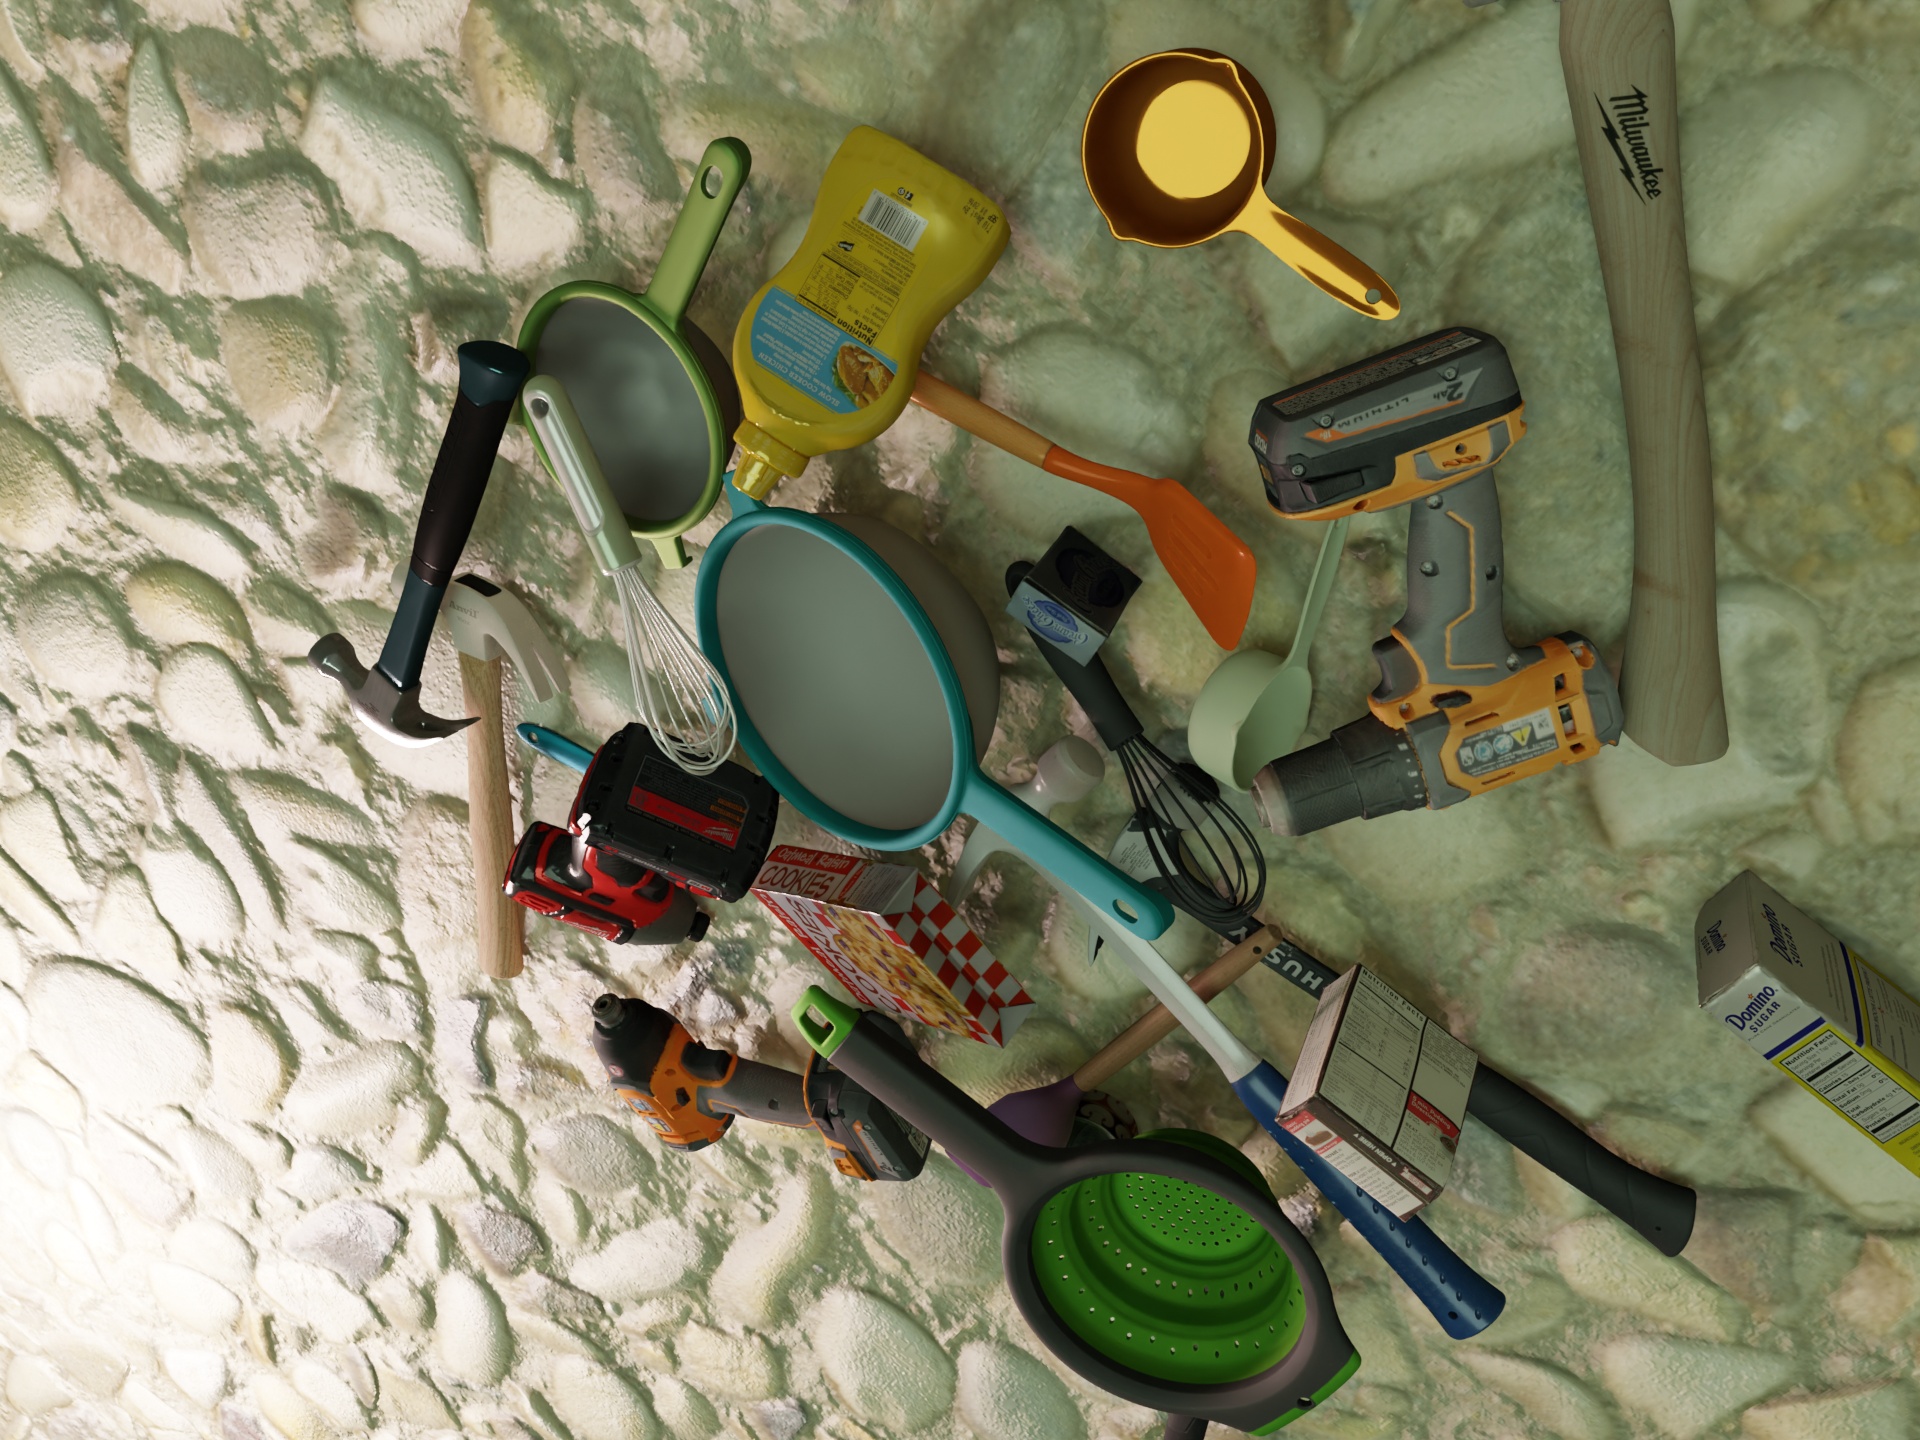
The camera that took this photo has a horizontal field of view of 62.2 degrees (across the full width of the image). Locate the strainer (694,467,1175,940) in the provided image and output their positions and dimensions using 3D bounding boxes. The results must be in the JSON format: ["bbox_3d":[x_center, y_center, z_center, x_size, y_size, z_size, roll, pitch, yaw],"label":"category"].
[{"bbox_3d":[-0.001,-0.003,0.893,0.340,0.095,0.210,36,137,22],"label":"strainer"}]

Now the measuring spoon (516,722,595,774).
[{"bbox_3d":[-0.257,0.037,1.096,0.128,0.021,0.042,26,123,9],"label":"measuring spoon"}]

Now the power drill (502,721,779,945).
[{"bbox_3d":[-0.205,0.091,1.037,0.143,0.079,0.219,25,149,-17],"label":"power drill"}]

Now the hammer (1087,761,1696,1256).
[{"bbox_3d":[0.258,0.191,0.948,0.409,0.036,0.149,34,125,3],"label":"hammer"}]

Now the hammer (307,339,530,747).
[{"bbox_3d":[-0.330,-0.104,0.995,0.128,0.033,0.331,42,131,9],"label":"hammer"}]

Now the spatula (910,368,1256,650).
[{"bbox_3d":[0.022,-0.145,0.844,0.323,0.041,0.081,31,152,17],"label":"spatula"}]

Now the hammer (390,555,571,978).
[{"bbox_3d":[-0.331,0.050,1.126,0.130,0.031,0.331,21,124,22],"label":"hammer"}]

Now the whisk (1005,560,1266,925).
[{"bbox_3d":[0.094,0.008,0.887,0.055,0.055,0.239,-40,77,34],"label":"whisk"}]

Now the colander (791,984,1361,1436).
[{"bbox_3d":[0.071,0.275,0.996,0.397,0.094,0.204,37,122,0],"label":"colander"}]

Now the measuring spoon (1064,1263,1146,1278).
[{"bbox_3d":[0.105,0.383,1.130,0.124,0.018,0.034,-34,100,40],"label":"measuring spoon"}]

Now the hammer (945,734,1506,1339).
[{"bbox_3d":[0.155,0.198,0.926,0.405,0.035,0.144,47,124,3],"label":"hammer"}]

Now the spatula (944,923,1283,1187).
[{"bbox_3d":[0.094,0.217,1.002,0.060,0.018,0.315,41,125,-2],"label":"spatula"}]

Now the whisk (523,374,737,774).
[{"bbox_3d":[-0.192,-0.081,0.914,0.058,0.059,0.246,-16,104,28],"label":"whisk"}]

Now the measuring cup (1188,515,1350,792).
[{"bbox_3d":[0.167,-0.044,0.855,0.038,0.083,0.167,26,108,34],"label":"measuring cup"}]

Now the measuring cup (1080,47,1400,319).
[{"bbox_3d":[0.140,-0.250,0.758,0.173,0.052,0.095,36,124,0],"label":"measuring cup"}]

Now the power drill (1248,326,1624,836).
[{"bbox_3d":[0.210,-0.056,0.784,0.185,0.084,0.226,-21,109,6],"label":"power drill"}]

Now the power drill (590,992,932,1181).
[{"bbox_3d":[-0.144,0.245,1.098,0.226,0.084,0.164,0,139,24],"label":"power drill"}]

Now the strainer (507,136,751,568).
[{"bbox_3d":[-0.156,-0.217,0.881,0.151,0.069,0.256,42,132,6],"label":"strainer"}]

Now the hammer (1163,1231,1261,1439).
[{"bbox_3d":[0.161,0.497,1.150,0.146,0.035,0.334,14,120,16],"label":"hammer"}]

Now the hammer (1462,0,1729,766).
[{"bbox_3d":[0.329,-0.168,0.728,0.146,0.038,0.410,-6,114,24],"label":"hammer"}]
